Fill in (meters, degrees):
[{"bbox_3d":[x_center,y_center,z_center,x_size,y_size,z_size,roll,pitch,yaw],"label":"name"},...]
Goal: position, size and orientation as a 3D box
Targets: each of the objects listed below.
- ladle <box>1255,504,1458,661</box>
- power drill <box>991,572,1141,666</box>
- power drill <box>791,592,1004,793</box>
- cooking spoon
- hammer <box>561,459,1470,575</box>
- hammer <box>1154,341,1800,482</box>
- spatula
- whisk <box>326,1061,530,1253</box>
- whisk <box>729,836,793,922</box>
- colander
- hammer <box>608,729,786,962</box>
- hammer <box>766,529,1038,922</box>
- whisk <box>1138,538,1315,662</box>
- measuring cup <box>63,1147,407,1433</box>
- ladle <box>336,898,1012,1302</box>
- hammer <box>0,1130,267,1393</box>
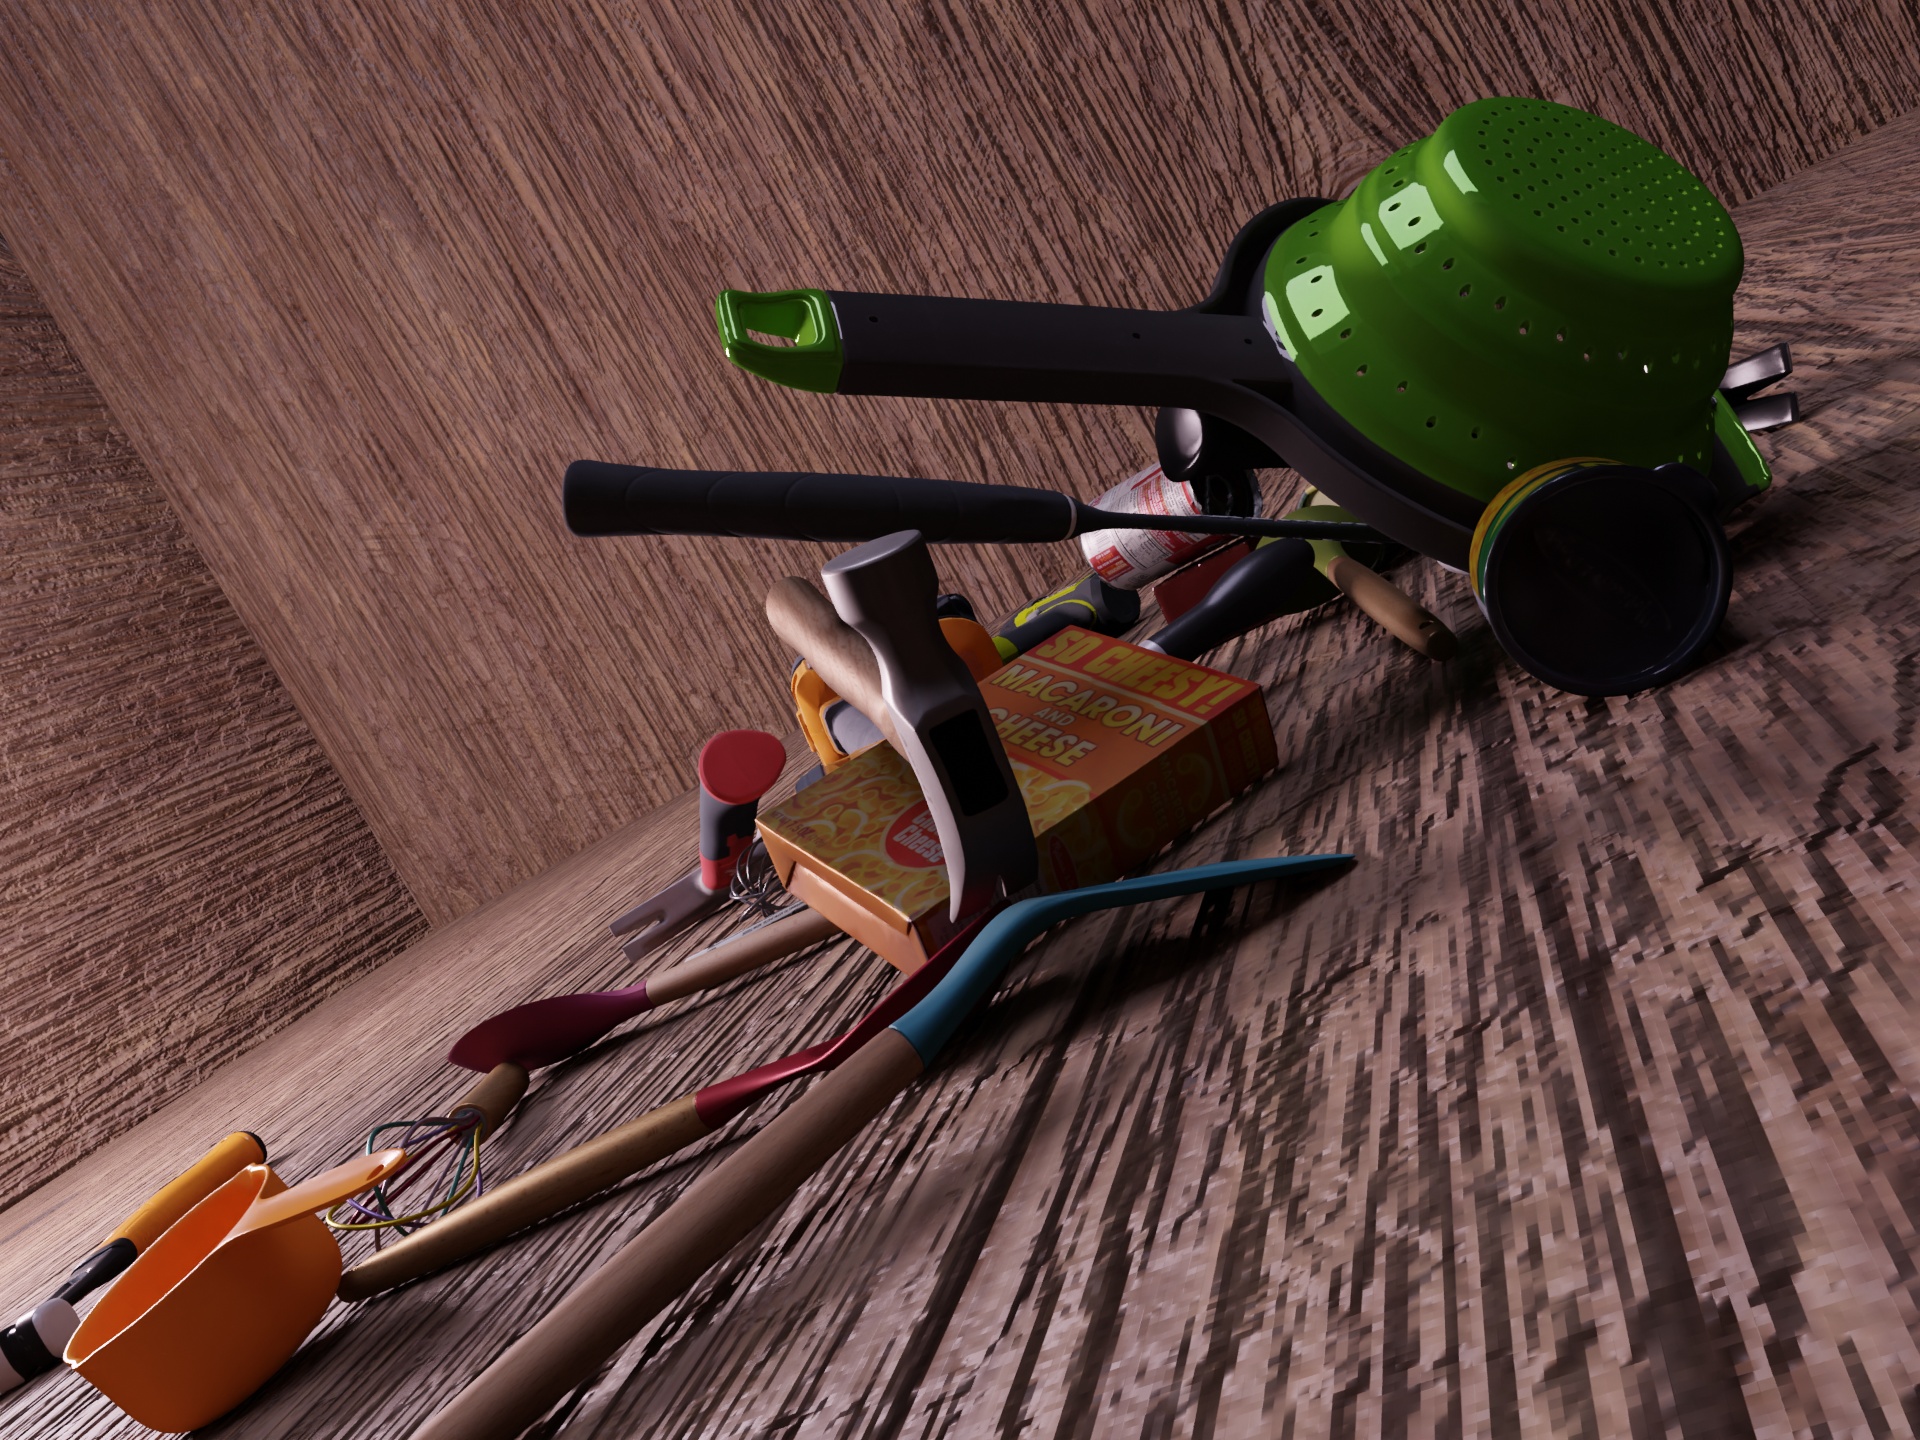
[{"bbox_3d":[0.197,-0.059,0.777,0.078,0.062,0.320,-28,12,8],"label":"ladle"},{"bbox_3d":[0.035,-0.056,1.408,0.223,0.080,0.171,-29,4,-41],"label":"power drill"},{"bbox_3d":[-0.001,-0.003,0.861,0.185,0.084,0.226,-23,20,-2],"label":"power drill"},{"bbox_3d":[-0.135,0.129,0.803,0.319,0.017,0.068,-25,-35,23],"label":"cooking spoon"},{"bbox_3d":[0.055,-0.077,0.621,0.409,0.036,0.149,1,9,-9],"label":"hammer"},{"bbox_3d":[0.210,-0.122,0.660,0.334,0.035,0.146,-9,-1,-37],"label":"hammer"},{"bbox_3d":[-0.027,0.113,0.423,0.317,0.044,0.082,-37,9,-23],"label":"spatula"},{"bbox_3d":[-0.231,0.188,0.720,0.047,0.051,0.245,-36,3,-4],"label":"whisk"},{"bbox_3d":[-0.050,0.061,0.936,0.055,0.055,0.239,-26,2,39],"label":"whisk"},{"bbox_3d":[0.121,-0.146,0.528,0.397,0.205,0.094,-2,-37,-20],"label":"colander"},{"bbox_3d":[-0.151,0.076,0.944,0.143,0.038,0.386,-32,-7,-14],"label":"hammer"},{"bbox_3d":[-0.037,-0.018,0.601,0.031,0.130,0.331,-24,16,-8],"label":"hammer"},{"bbox_3d":[0.063,-0.006,0.740,0.284,0.070,0.070,-36,7,-19],"label":"whisk"},{"bbox_3d":[-0.236,0.194,0.557,0.173,0.052,0.095,-28,18,27],"label":"measuring cup"},{"bbox_3d":[-0.107,0.143,0.546,0.315,0.031,0.069,-30,-6,21],"label":"ladle"},{"bbox_3d":[-0.535,0.338,1.005,0.127,0.034,0.337,-29,5,3],"label":"hammer"}]
